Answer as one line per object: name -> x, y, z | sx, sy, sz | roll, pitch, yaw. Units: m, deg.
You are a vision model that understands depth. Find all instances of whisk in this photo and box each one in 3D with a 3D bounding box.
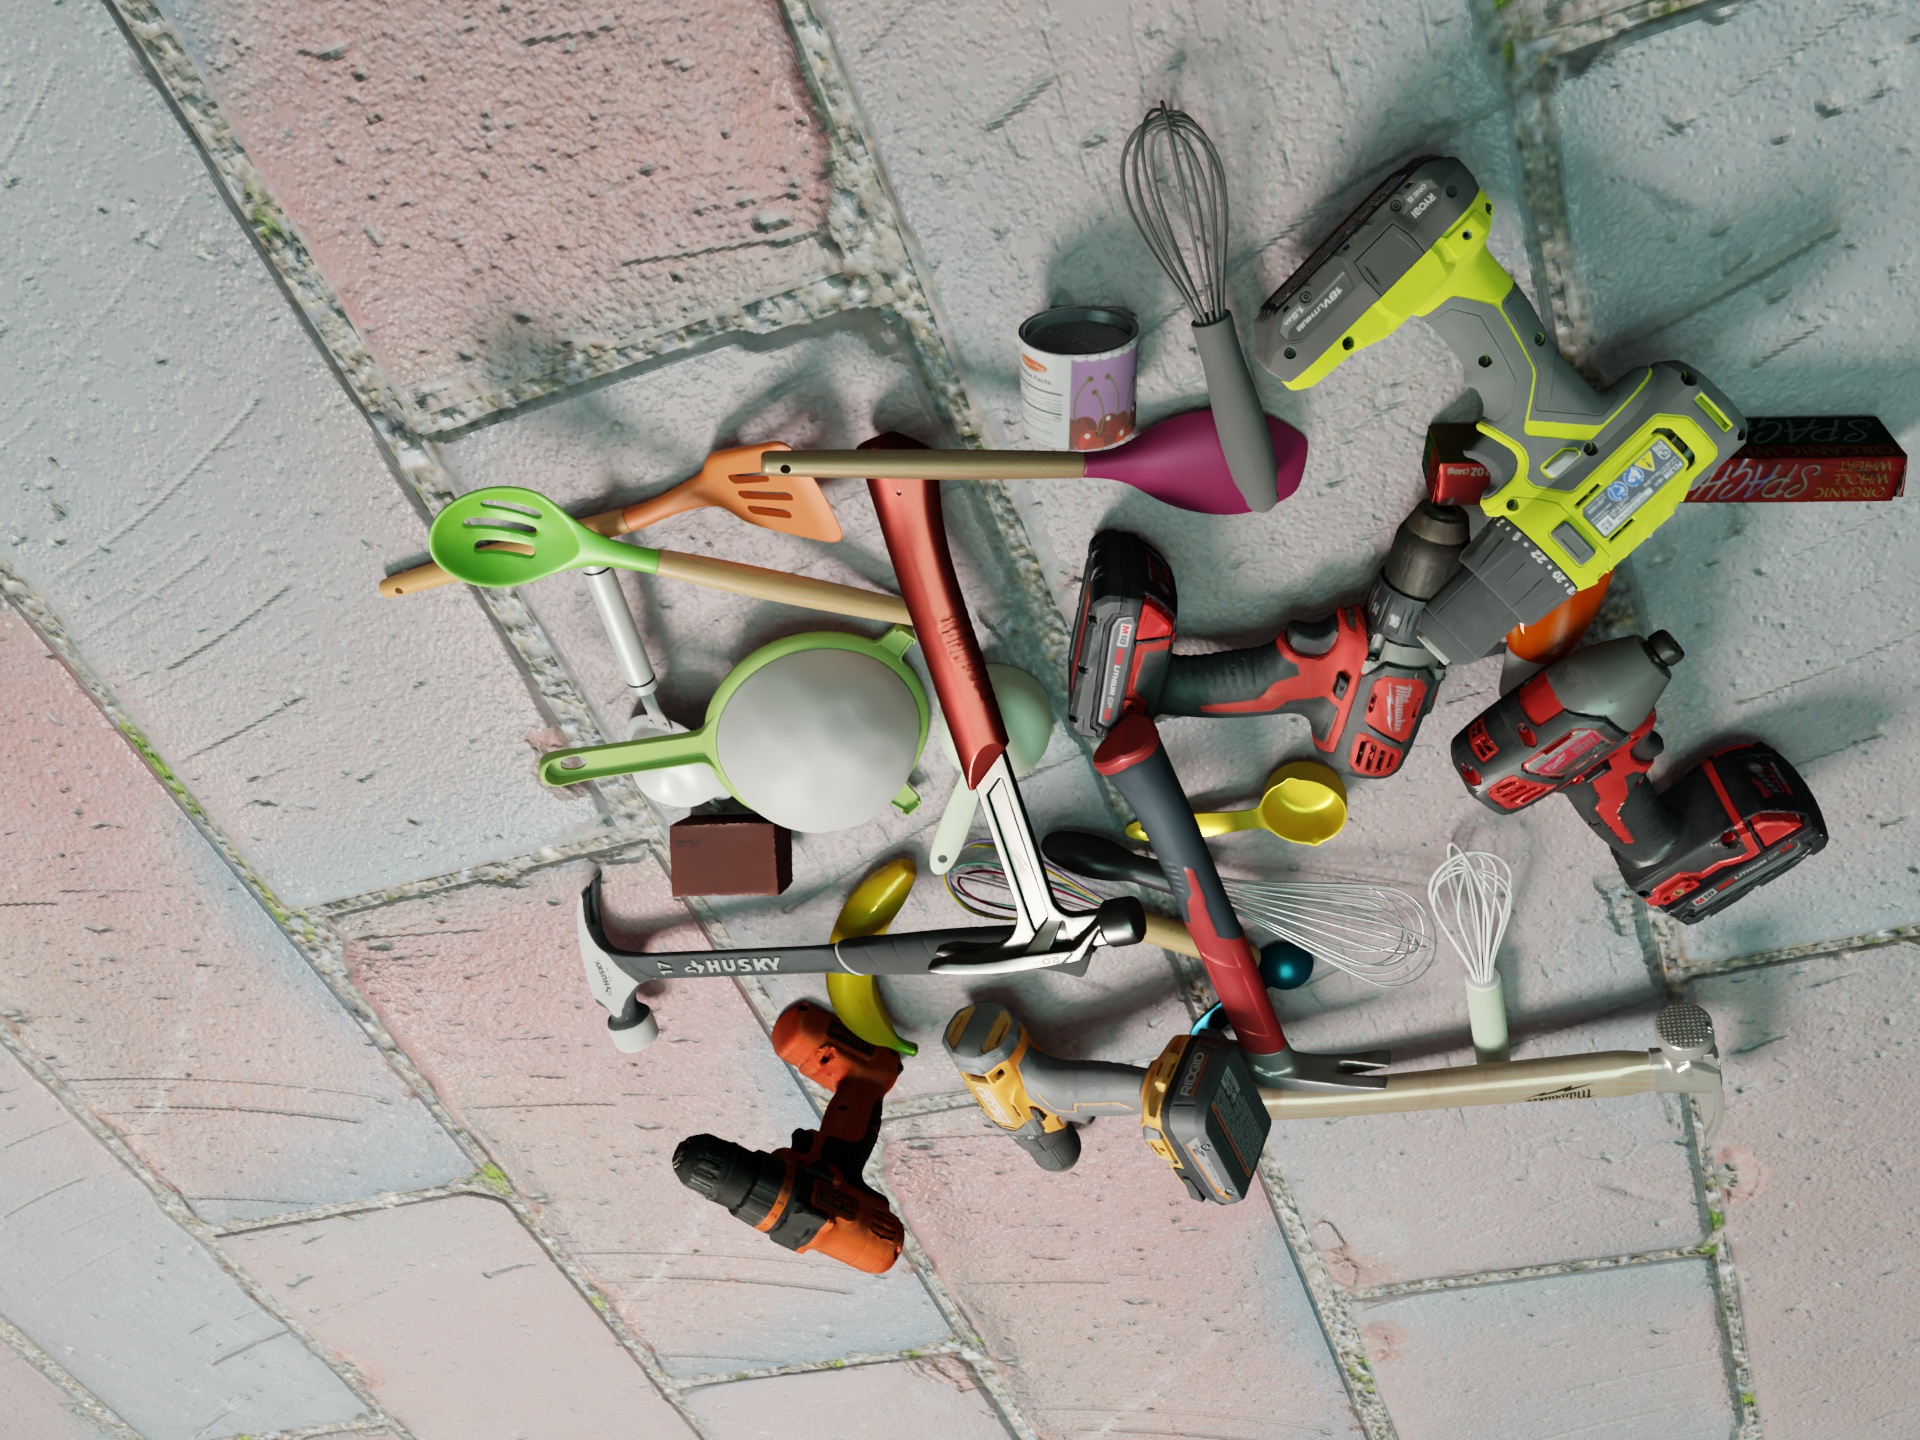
whisk -> 0.102, 0.143, 1.142 | 0.245, 0.047, 0.051 | 18, 125, -10
whisk -> 0.193, 0.124, 1.110 | 0.284, 0.070, 0.070 | 15, 127, 1
whisk -> 0.137, -0.215, 0.860 | 0.055, 0.055, 0.238 | -13, 122, 16
whisk -> 0.371, 0.178, 1.134 | 0.058, 0.059, 0.246 | -21, 128, 1

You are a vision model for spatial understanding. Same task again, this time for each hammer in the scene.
hammer -> -0.097, 0.166, 1.144 | 0.409, 0.036, 0.149 | -6, 116, 21
hammer -> -0.002, -0.003, 0.996 | 0.149, 0.037, 0.359 | -12, 110, 21
hammer -> 0.347, 0.282, 1.193 | 0.410, 0.038, 0.146 | -10, 135, 22
hammer -> 0.182, 0.135, 1.057 | 0.143, 0.038, 0.385 | -1, 138, 27

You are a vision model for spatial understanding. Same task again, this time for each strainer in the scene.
strainer -> -0.209, -0.018, 1.044 | 0.087, 0.050, 0.258 | 12, 135, 27
strainer -> -0.140, 0.028, 1.025 | 0.256, 0.069, 0.151 | -8, 125, -11

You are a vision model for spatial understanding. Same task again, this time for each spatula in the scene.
spatula -> -0.230, -0.114, 0.993 | 0.322, 0.041, 0.080 | -13, 136, 17

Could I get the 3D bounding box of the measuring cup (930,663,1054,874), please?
measuring cup -> 0.008, 0.043, 1.064 | 0.083, 0.038, 0.167 | 17, 115, -5

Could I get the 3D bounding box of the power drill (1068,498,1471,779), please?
power drill -> 0.187, -0.058, 0.964 | 0.226, 0.080, 0.187 | 7, 127, -2

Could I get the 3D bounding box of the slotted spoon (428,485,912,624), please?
slotted spoon -> -0.160, -0.090, 0.970 | 0.313, 0.031, 0.070 | 10, 125, -19

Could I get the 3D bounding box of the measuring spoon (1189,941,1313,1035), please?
measuring spoon -> 0.214, 0.211, 1.190 | 0.042, 0.021, 0.128 | 31, 124, -16

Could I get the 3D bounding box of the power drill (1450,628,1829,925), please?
power drill -> 0.420, 0.030, 0.971 | 0.219, 0.079, 0.143 | 29, 125, -28

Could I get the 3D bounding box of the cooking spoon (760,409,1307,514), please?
cooking spoon -> 0.045, -0.147, 0.917 | 0.319, 0.017, 0.068 | -1, 127, -7

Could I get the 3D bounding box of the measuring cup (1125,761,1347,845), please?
measuring cup -> 0.187, 0.060, 1.087 | 0.156, 0.029, 0.062 | -9, 126, 28

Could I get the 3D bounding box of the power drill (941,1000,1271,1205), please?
power drill -> 0.114, 0.297, 1.198 | 0.226, 0.084, 0.185 | 3, 137, 35

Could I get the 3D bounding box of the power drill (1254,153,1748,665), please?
power drill -> 0.263, -0.157, 0.832 | 0.228, 0.080, 0.190 | 43, 104, -8
